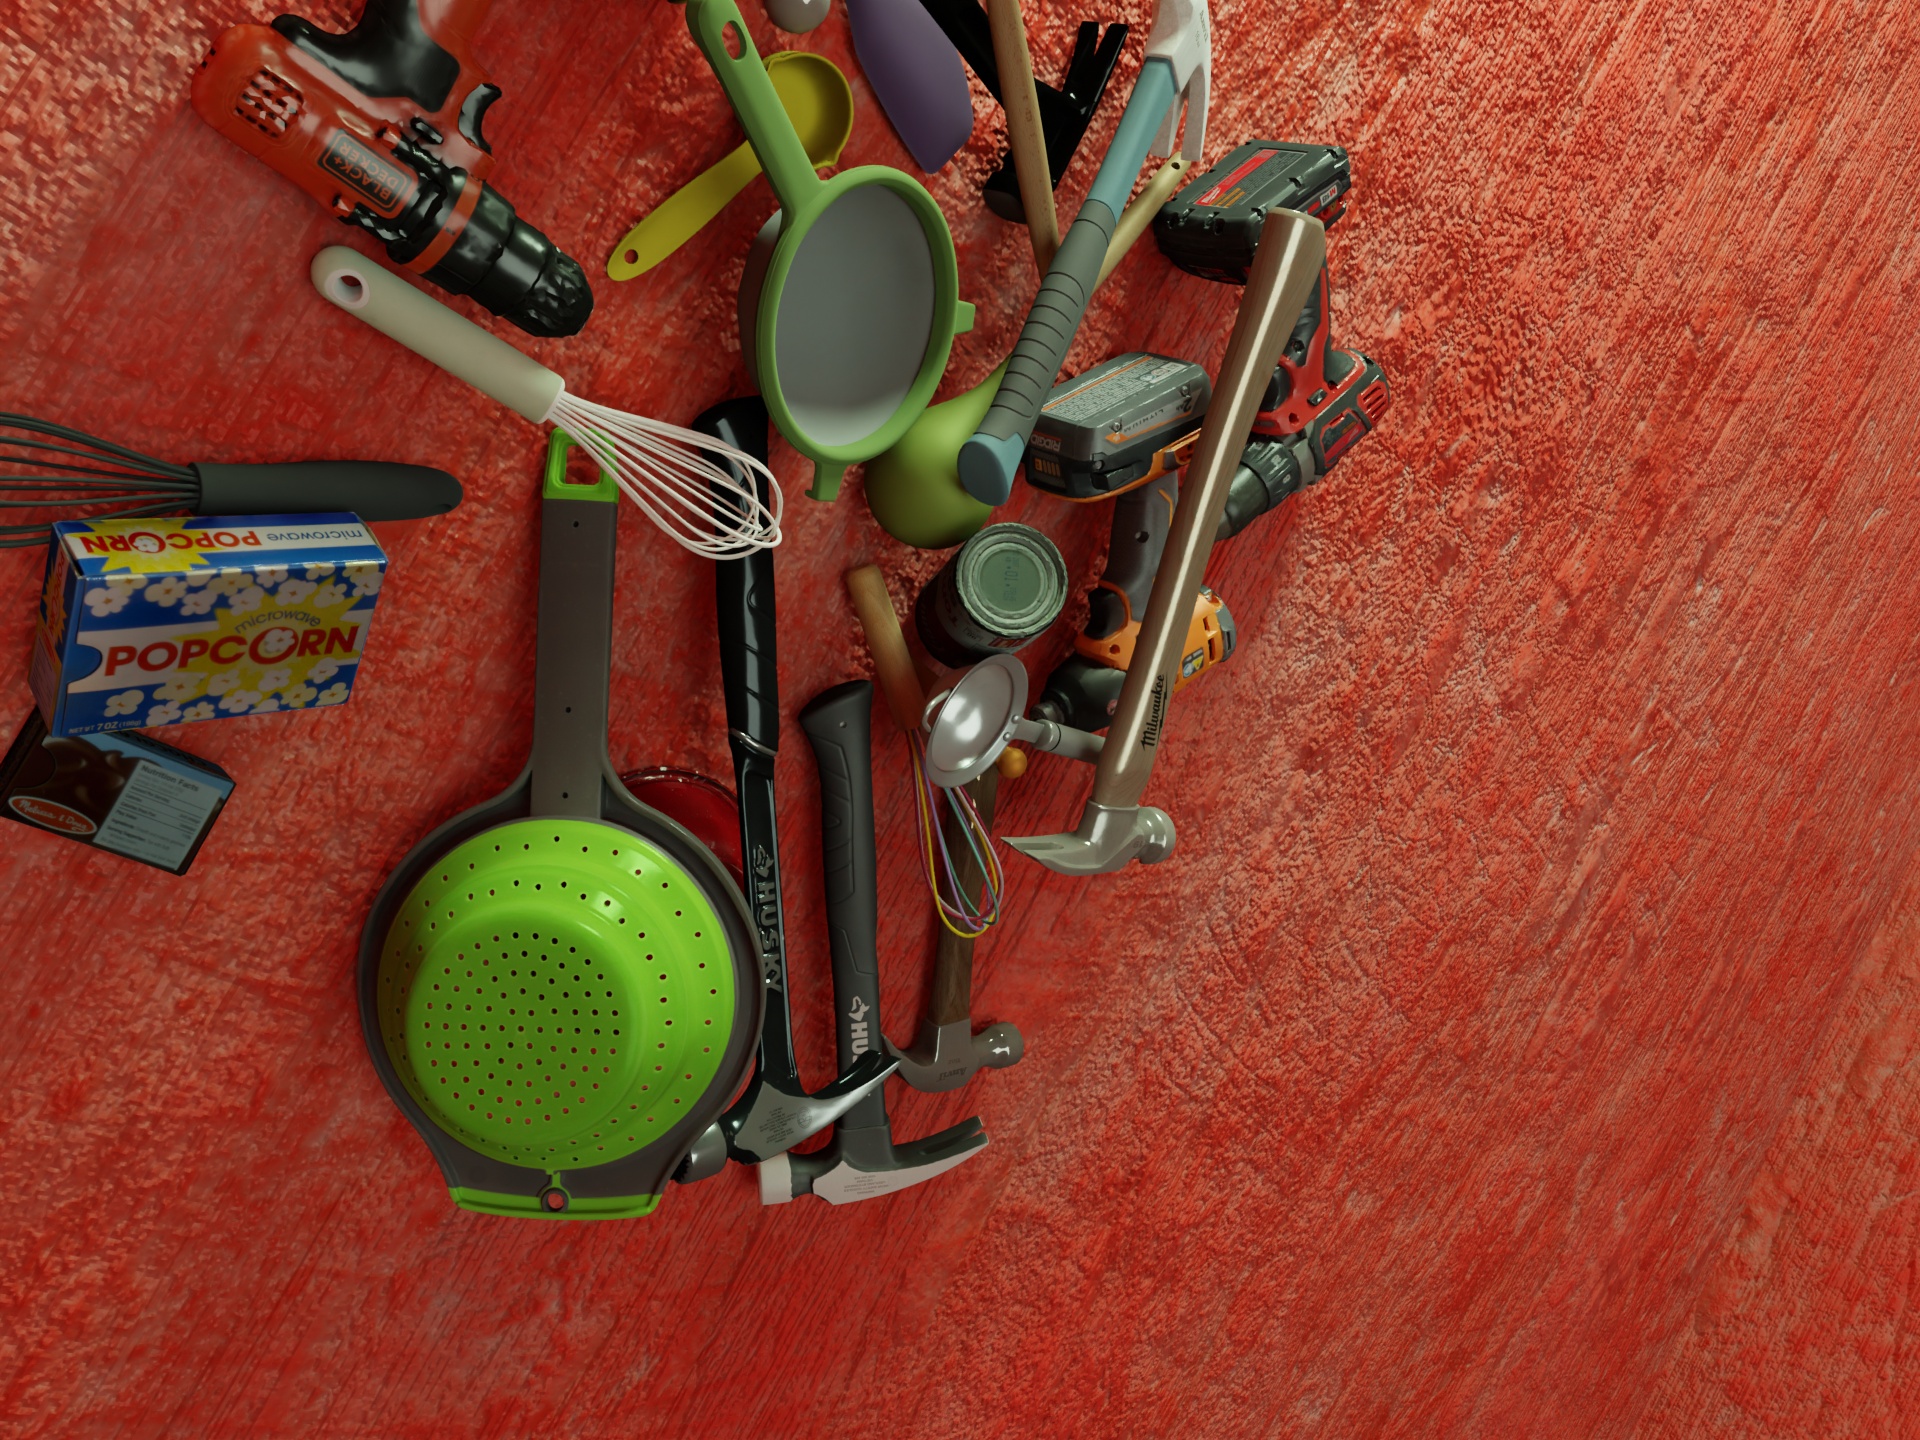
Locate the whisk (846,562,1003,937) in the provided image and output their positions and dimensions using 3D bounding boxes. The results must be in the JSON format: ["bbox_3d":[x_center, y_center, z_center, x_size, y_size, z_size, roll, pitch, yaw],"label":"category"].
[{"bbox_3d":[-0.023,0.023,0.956,0.047,0.051,0.244,-22,108,-12],"label":"whisk"}]

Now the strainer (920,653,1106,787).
[{"bbox_3d":[0.044,0.008,0.971,0.258,0.050,0.087,16,104,-50],"label":"strainer"}]

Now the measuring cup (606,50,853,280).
[{"bbox_3d":[-0.121,-0.276,0.799,0.156,0.029,0.062,-42,132,-6],"label":"measuring cup"}]

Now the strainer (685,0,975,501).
[{"bbox_3d":[-0.088,-0.242,0.784,0.151,0.069,0.256,-55,144,-20],"label":"strainer"}]

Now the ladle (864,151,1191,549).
[{"bbox_3d":[0.050,-0.229,0.951,0.320,0.078,0.062,-54,177,-22],"label":"ladle"}]

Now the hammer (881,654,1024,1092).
[{"bbox_3d":[0.001,0.090,1.035,0.130,0.031,0.331,-7,110,-40],"label":"hammer"}]

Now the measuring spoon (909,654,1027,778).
[{"bbox_3d":[-0.002,-0.003,0.977,0.116,0.011,0.021,41,88,-18],"label":"measuring spoon"}]

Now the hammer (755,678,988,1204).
[{"bbox_3d":[-0.060,0.139,0.972,0.146,0.035,0.334,-4,106,-10],"label":"hammer"}]

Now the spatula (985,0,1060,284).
[{"bbox_3d":[0.032,-0.356,0.812,0.082,0.044,0.317,-61,150,-35],"label":"spatula"}]

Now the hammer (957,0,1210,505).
[{"bbox_3d":[0.072,-0.273,0.893,0.331,0.033,0.128,-67,156,-14],"label":"hammer"}]

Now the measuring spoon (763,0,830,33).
[{"bbox_3d":[-0.090,-0.393,0.766,0.034,0.018,0.124,-24,130,-8],"label":"measuring spoon"}]

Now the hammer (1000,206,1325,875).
[{"bbox_3d":[0.131,-0.100,0.954,0.146,0.038,0.410,1,109,-50],"label":"hammer"}]

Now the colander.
[{"bbox_3d":[-0.195,0.055,0.758,0.204,0.094,0.397,3,92,-2],"label":"colander"}]

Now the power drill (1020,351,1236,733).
[{"bbox_3d":[0.098,-0.101,1.015,0.164,0.084,0.226,-31,128,-28],"label":"power drill"}]

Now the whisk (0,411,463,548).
[{"bbox_3d":[-0.321,-0.100,0.671,0.239,0.055,0.055,-6,110,-44],"label":"whisk"}]

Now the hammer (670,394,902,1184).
[{"bbox_3d":[-0.105,0.032,0.855,0.149,0.036,0.409,-8,97,-42],"label":"hammer"}]

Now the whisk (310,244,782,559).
[{"bbox_3d":[-0.185,-0.146,0.745,0.246,0.059,0.058,30,114,-28],"label":"whisk"}]

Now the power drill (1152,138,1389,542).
[{"bbox_3d":[0.198,-0.244,1.054,0.188,0.080,0.226,-41,132,-22],"label":"power drill"}]

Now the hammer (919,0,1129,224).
[{"bbox_3d":[-0.021,-0.392,0.789,0.336,0.034,0.127,31,85,-54],"label":"hammer"}]

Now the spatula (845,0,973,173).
[{"bbox_3d":[-0.073,-0.414,0.787,0.060,0.018,0.315,-52,133,-15],"label":"spatula"}]
